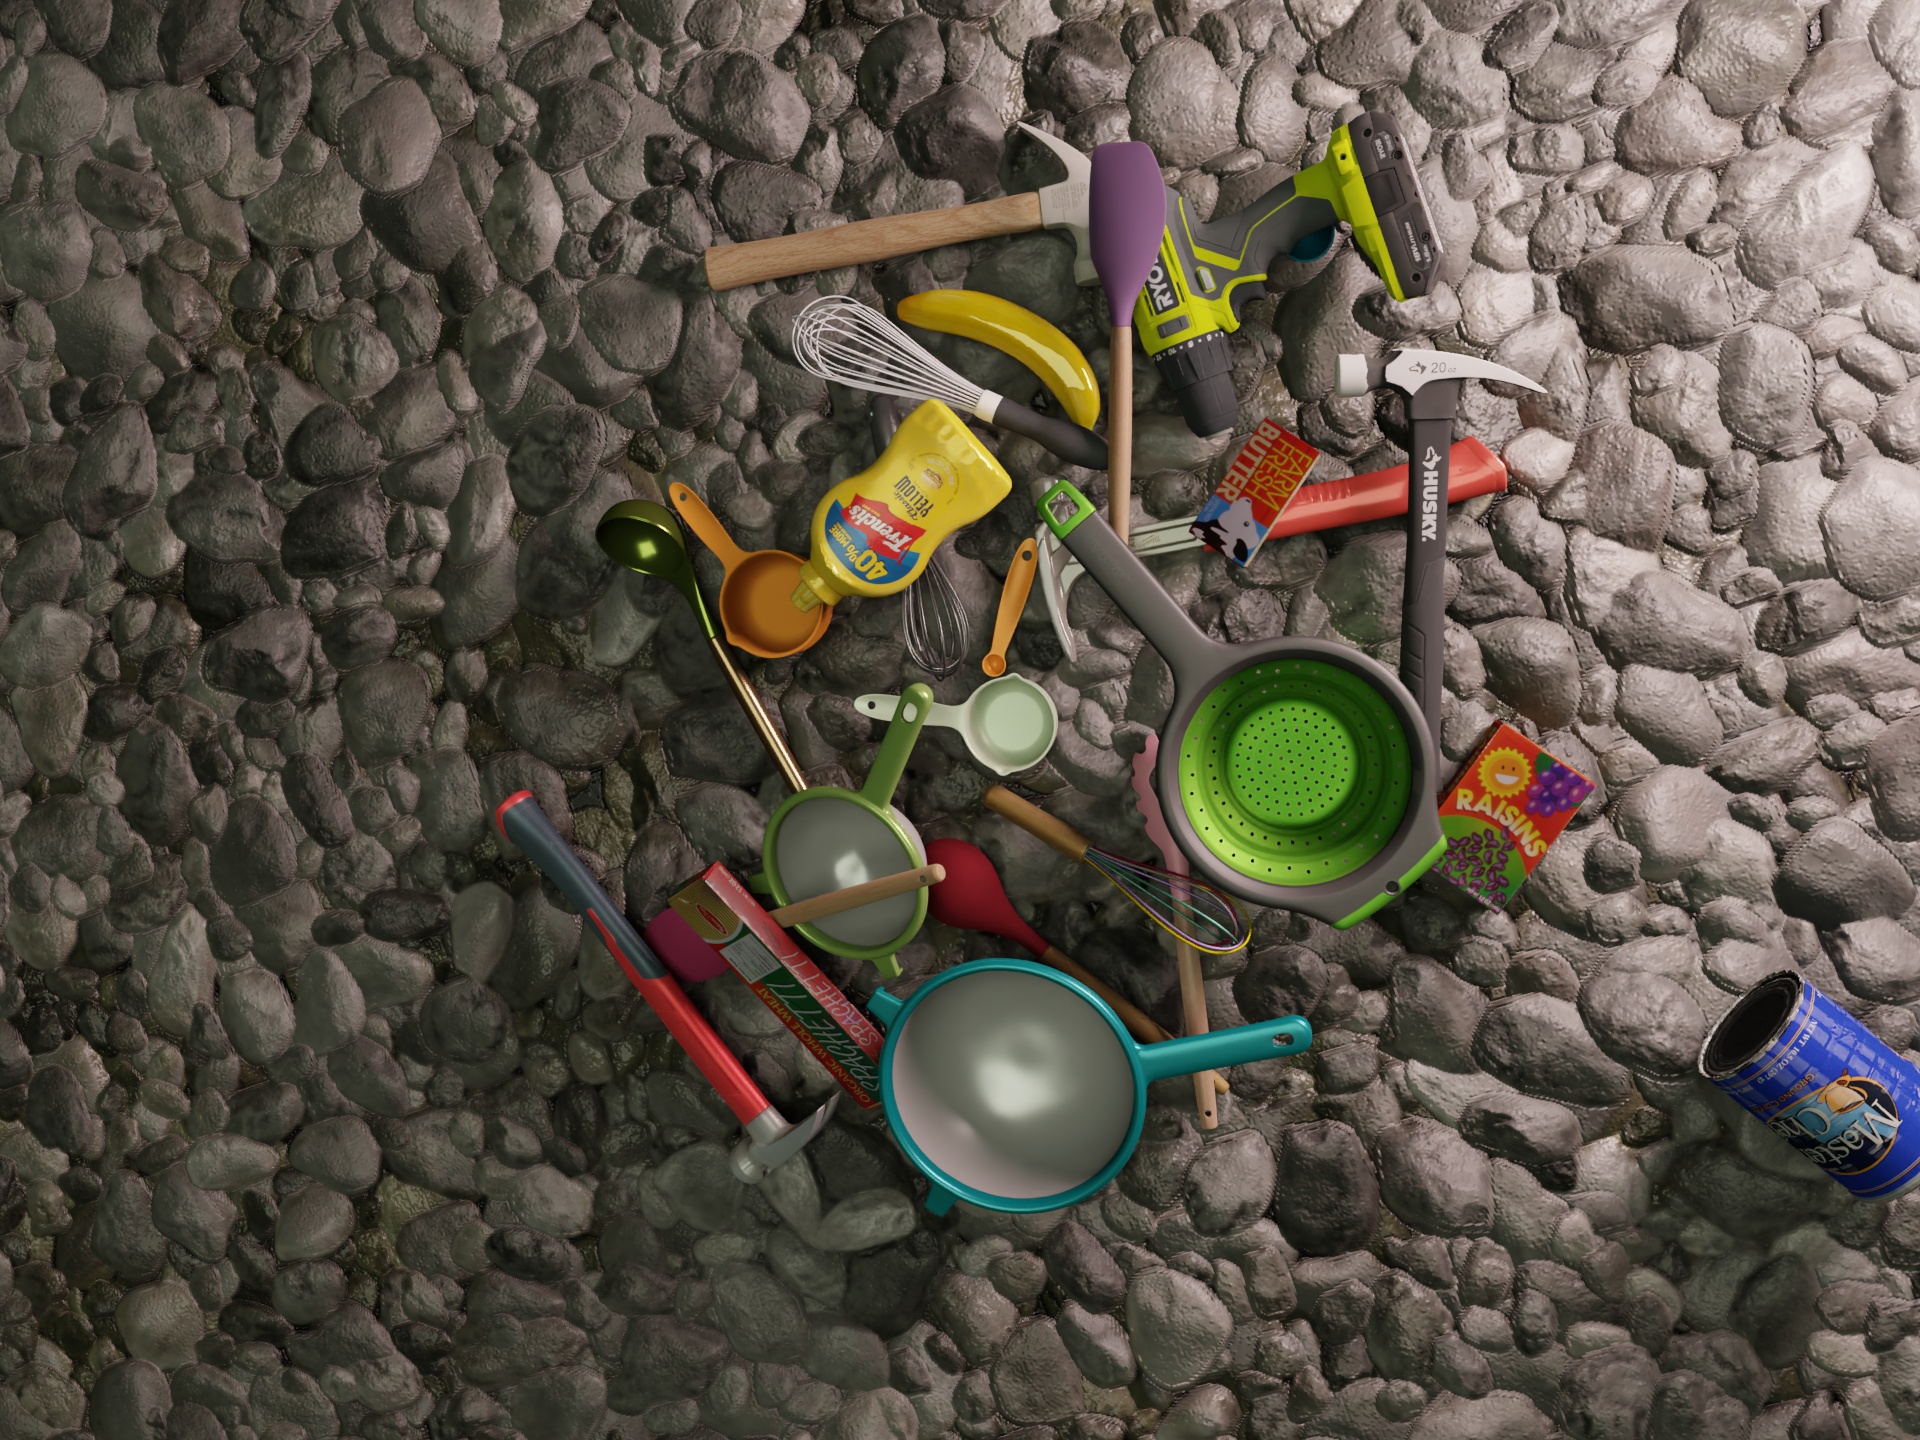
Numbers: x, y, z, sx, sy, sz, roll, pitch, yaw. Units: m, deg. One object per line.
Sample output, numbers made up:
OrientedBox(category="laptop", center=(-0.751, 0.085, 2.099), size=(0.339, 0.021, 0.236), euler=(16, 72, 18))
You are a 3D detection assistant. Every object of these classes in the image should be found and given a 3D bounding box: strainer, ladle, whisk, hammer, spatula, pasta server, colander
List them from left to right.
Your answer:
OrientedBox(category="hammer", center=(-0.255, 0.207, 1.334), size=(0.386, 0.038, 0.143), euler=(50, 130, 7))
OrientedBox(category="ladle", center=(-0.200, -0.041, 1.319), size=(0.078, 0.062, 0.320), euler=(-27, 93, 48))
OrientedBox(category="strainer", center=(-0.064, 0.071, 1.270), size=(0.151, 0.069, 0.256), euler=(31, 119, 14))
OrientedBox(category="hammer", center=(-0.047, -0.392, 1.274), size=(0.331, 0.031, 0.130), euler=(-6, 93, 11))
OrientedBox(category="whisk", center=(-0.039, -0.148, 1.285), size=(0.055, 0.055, 0.239), euler=(-14, 88, 12))
OrientedBox(category="whisk", center=(-0.007, -0.260, 1.253), size=(0.284, 0.070, 0.070), euler=(25, 98, 8))
OrientedBox(category="ladle", center=(0.089, 0.205, 1.297), size=(0.315, 0.031, 0.069), euler=(37, 101, 4))
OrientedBox(category="strainer", center=(0.107, 0.263, 1.257), size=(0.340, 0.095, 0.211), euler=(-14, 98, 13))
OrientedBox(category="whisk", center=(0.121, 0.113, 1.252), size=(0.245, 0.051, 0.047), euler=(30, 89, 25))
OrientedBox(category="spatula", center=(0.123, -0.271, 1.202), size=(0.060, 0.018, 0.316), euler=(5, 103, 21))
OrientedBox(category="pasta server", center=(0.180, 0.168, 1.268), size=(0.060, 0.040, 0.316), euler=(-7, 93, 11))
OrientedBox(category="colander", center=(0.201, -0.026, 1.221), size=(0.204, 0.094, 0.397), euler=(-41, 86, 11))
OrientedBox(category="hammer", center=(0.238, -0.148, 1.236), size=(0.359, 0.036, 0.149), euler=(-10, 92, 12))
OrientedBox(category="hammer", center=(0.353, -0.107, 1.189), size=(0.146, 0.035, 0.334), euler=(0, 104, 8))

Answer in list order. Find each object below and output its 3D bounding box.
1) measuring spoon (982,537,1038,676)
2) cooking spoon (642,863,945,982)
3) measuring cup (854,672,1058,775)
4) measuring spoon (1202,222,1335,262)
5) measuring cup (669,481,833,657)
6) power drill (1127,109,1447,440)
OrientedBox(category="measuring spoon", center=(0.042, -0.092, 1.292), size=(0.021, 0.011, 0.117), euler=(17, 94, 9))
OrientedBox(category="cooking spoon", center=(-0.143, 0.159, 1.291), size=(0.319, 0.017, 0.069), euler=(-19, 95, 31))
OrientedBox(category="measuring cup", center=(-0.002, -0.004, 1.293), size=(0.167, 0.038, 0.083), euler=(8, 96, 12))
OrientedBox(category="measuring spoon", center=(0.226, -0.376, 1.234), size=(0.128, 0.021, 0.042), euler=(4, 104, 20))
OrientedBox(category="measuring cup", center=(-0.175, -0.128, 1.309), size=(0.095, 0.052, 0.173), euler=(-41, 84, 11))
OrientedBox(category="power drill", center=(0.237, -0.331, 1.188), size=(0.228, 0.080, 0.190), euler=(-18, 96, 24))
